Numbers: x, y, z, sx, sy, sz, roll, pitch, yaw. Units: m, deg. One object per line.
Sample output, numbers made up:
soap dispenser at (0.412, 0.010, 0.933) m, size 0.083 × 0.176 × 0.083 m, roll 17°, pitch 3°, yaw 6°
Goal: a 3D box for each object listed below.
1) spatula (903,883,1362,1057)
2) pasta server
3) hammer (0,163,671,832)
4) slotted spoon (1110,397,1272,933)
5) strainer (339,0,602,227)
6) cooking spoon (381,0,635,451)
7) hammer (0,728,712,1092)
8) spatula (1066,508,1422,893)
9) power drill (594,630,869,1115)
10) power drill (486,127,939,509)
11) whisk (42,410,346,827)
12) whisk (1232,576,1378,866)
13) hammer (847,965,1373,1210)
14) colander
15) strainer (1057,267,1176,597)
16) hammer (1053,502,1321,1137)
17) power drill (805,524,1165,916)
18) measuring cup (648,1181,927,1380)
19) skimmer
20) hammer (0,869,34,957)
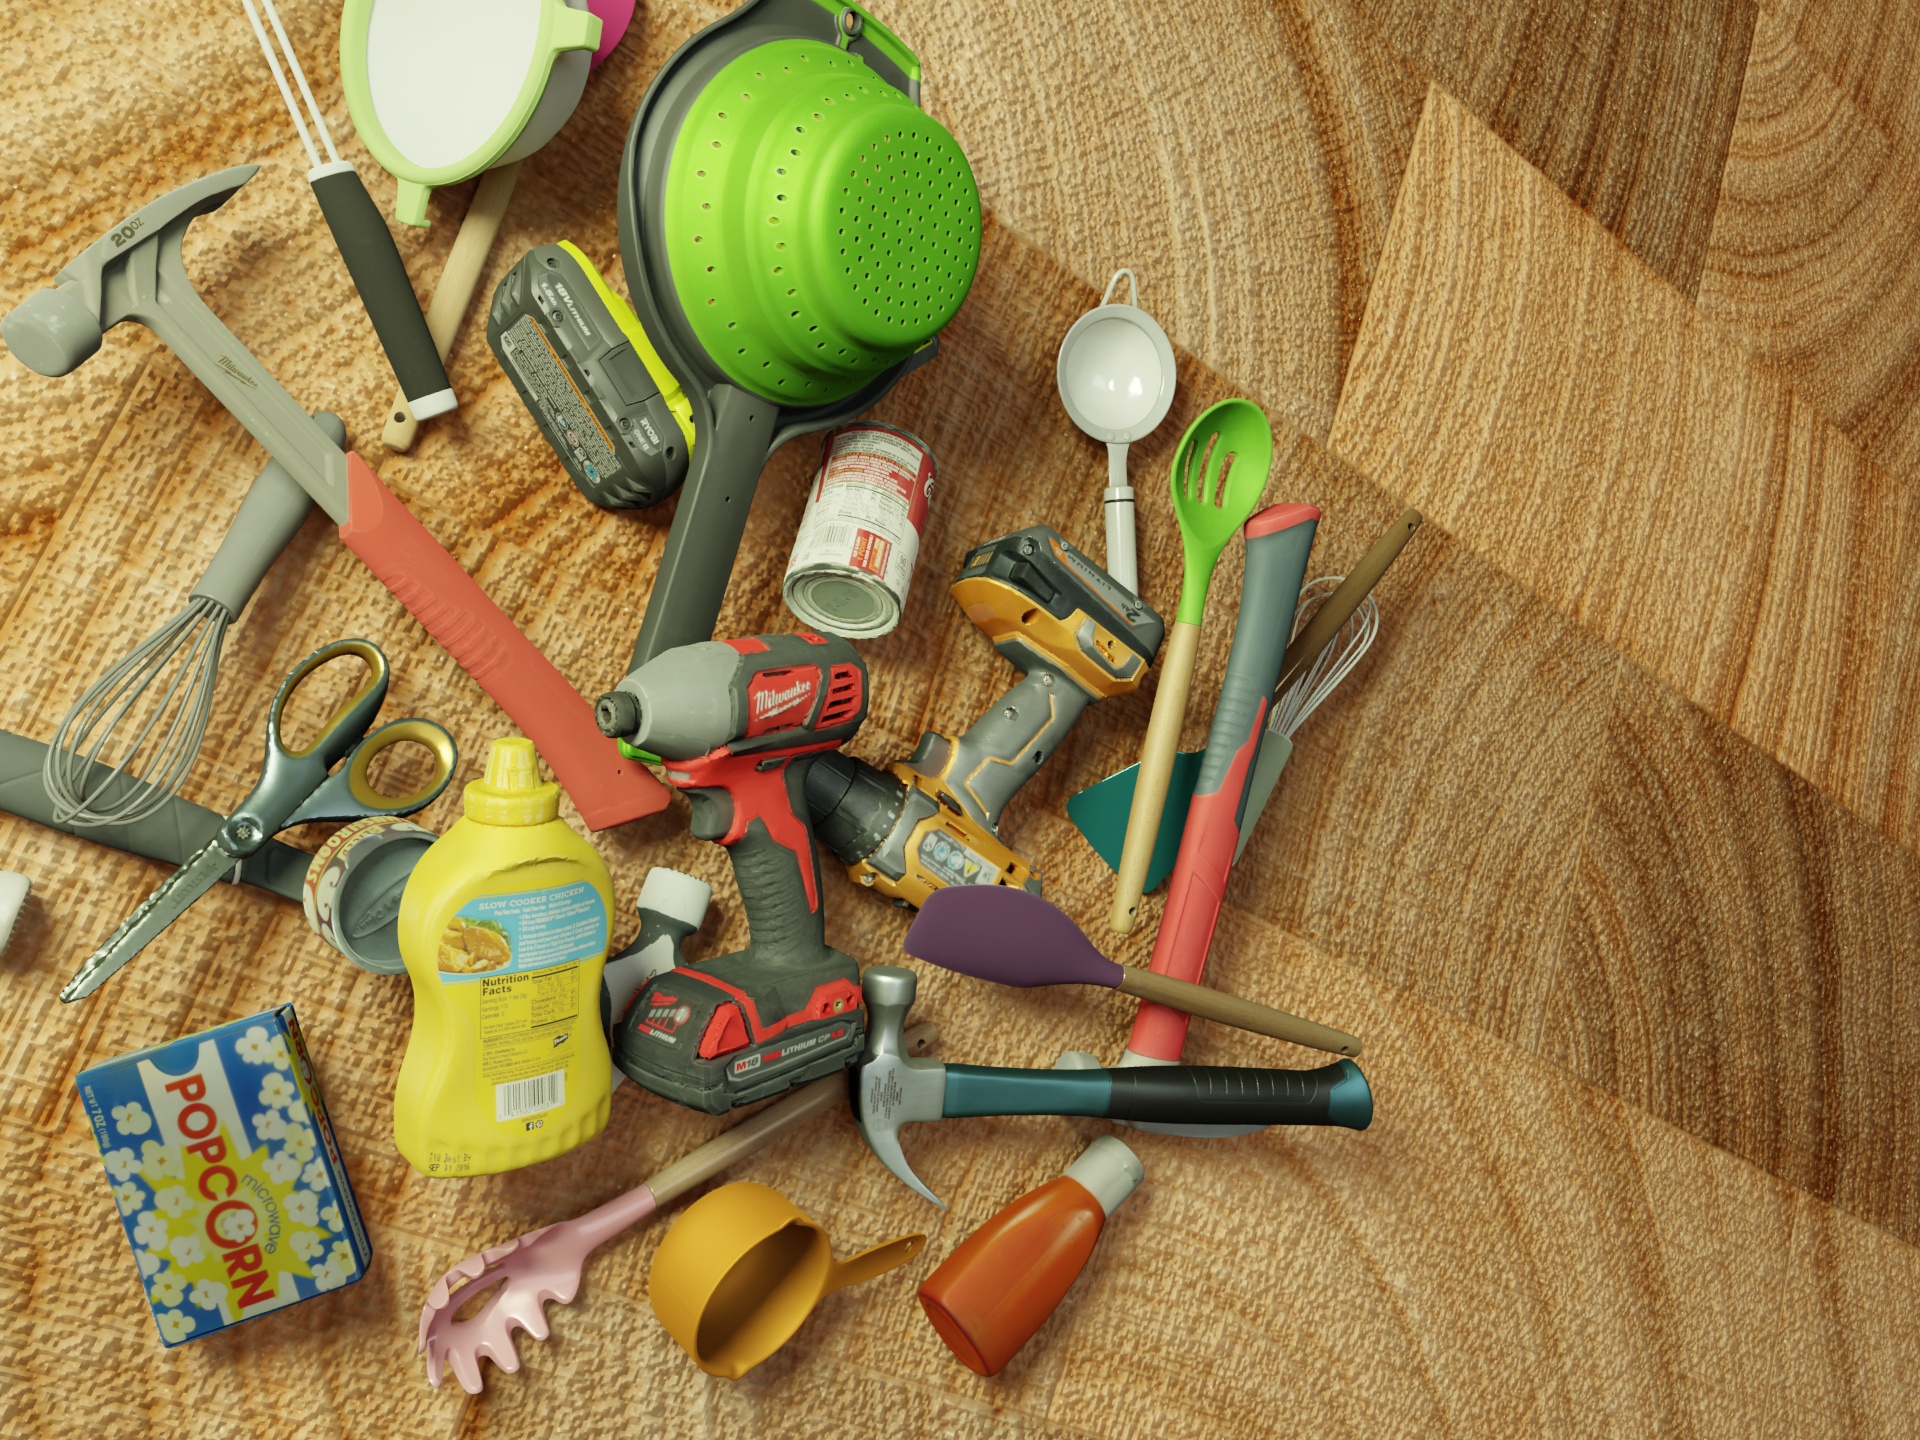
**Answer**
spatula at (0.112, 0.152, 0.917) m, size 0.315 × 0.018 × 0.059 m, roll 21°, pitch 109°, yaw -25°
pasta server at (-0.133, 0.235, 0.822) m, size 0.316 × 0.040 × 0.060 m, roll -25°, pitch 115°, yaw -32°
hammer at (-0.261, -0.085, 0.759) m, size 0.358 × 0.037 × 0.149 m, roll 51°, pitch 40°, yaw -25°
slotted spoon at (0.124, -0.031, 0.920) m, size 0.070 × 0.031 × 0.314 m, roll 12°, pitch 90°, yaw -33°
strainer at (-0.255, -0.381, 0.802) m, size 0.069 × 0.151 × 0.256 m, roll -2°, pitch 63°, yaw -58°
cooking spoon at (-0.241, -0.284, 0.832) m, size 0.068 × 0.017 × 0.319 m, roll 18°, pitch 75°, yaw -7°
hammer at (-0.319, 0.072, 0.735) m, size 0.408 × 0.036 × 0.149 m, roll 27°, pitch 72°, yaw -25°
spatula at (0.198, -0.027, 1.020) m, size 0.082 × 0.044 × 0.317 m, roll 48°, pitch 71°, yaw -15°
power drill at (-0.112, 0.069, 0.777) m, size 0.143 × 0.079 × 0.219 m, roll -9°, pitch 103°, yaw -46°
power drill at (-0.132, -0.226, 0.859) m, size 0.223 × 0.080 × 0.171 m, roll -38°, pitch 104°, yaw -32°
whisk at (-0.334, -0.053, 0.713) m, size 0.055 × 0.055 × 0.239 m, roll 32°, pitch 54°, yaw -23°
whisk at (0.211, 0.006, 1.052) m, size 0.059 × 0.057 × 0.246 m, roll 26°, pitch 71°, yaw 11°
hammer at (0.094, 0.212, 0.911) m, size 0.331 × 0.033 × 0.128 m, roll 6°, pitch 93°, yaw -21°
colander at (-0.080, -0.162, 0.777) m, size 0.204 × 0.095 × 0.397 m, roll 16°, pitch 91°, yaw -48°
strainer at (0.097, -0.150, 1.004) m, size 0.086 × 0.050 × 0.258 m, roll -3°, pitch 91°, yaw -25°
hammer at (0.168, 0.060, 0.963) m, size 0.143 × 0.038 × 0.386 m, roll 14°, pitch 91°, yaw -23°
power drill at (-0.001, -0.003, 0.907) m, size 0.185 × 0.084 × 0.226 m, roll 36°, pitch 72°, yaw -20°
measuring cup at (-0.088, 0.280, 0.837) m, size 0.173 × 0.052 × 0.095 m, roll 5°, pitch 109°, yaw -52°
skimmer at (-0.338, -0.314, 0.763) m, size 0.127 × 0.090 × 0.363 m, roll -32°, pitch 108°, yaw -38°
hammer at (-0.509, 0.235, 0.602) m, size 0.146 × 0.038 × 0.411 m, roll 22°, pitch 74°, yaw -25°
